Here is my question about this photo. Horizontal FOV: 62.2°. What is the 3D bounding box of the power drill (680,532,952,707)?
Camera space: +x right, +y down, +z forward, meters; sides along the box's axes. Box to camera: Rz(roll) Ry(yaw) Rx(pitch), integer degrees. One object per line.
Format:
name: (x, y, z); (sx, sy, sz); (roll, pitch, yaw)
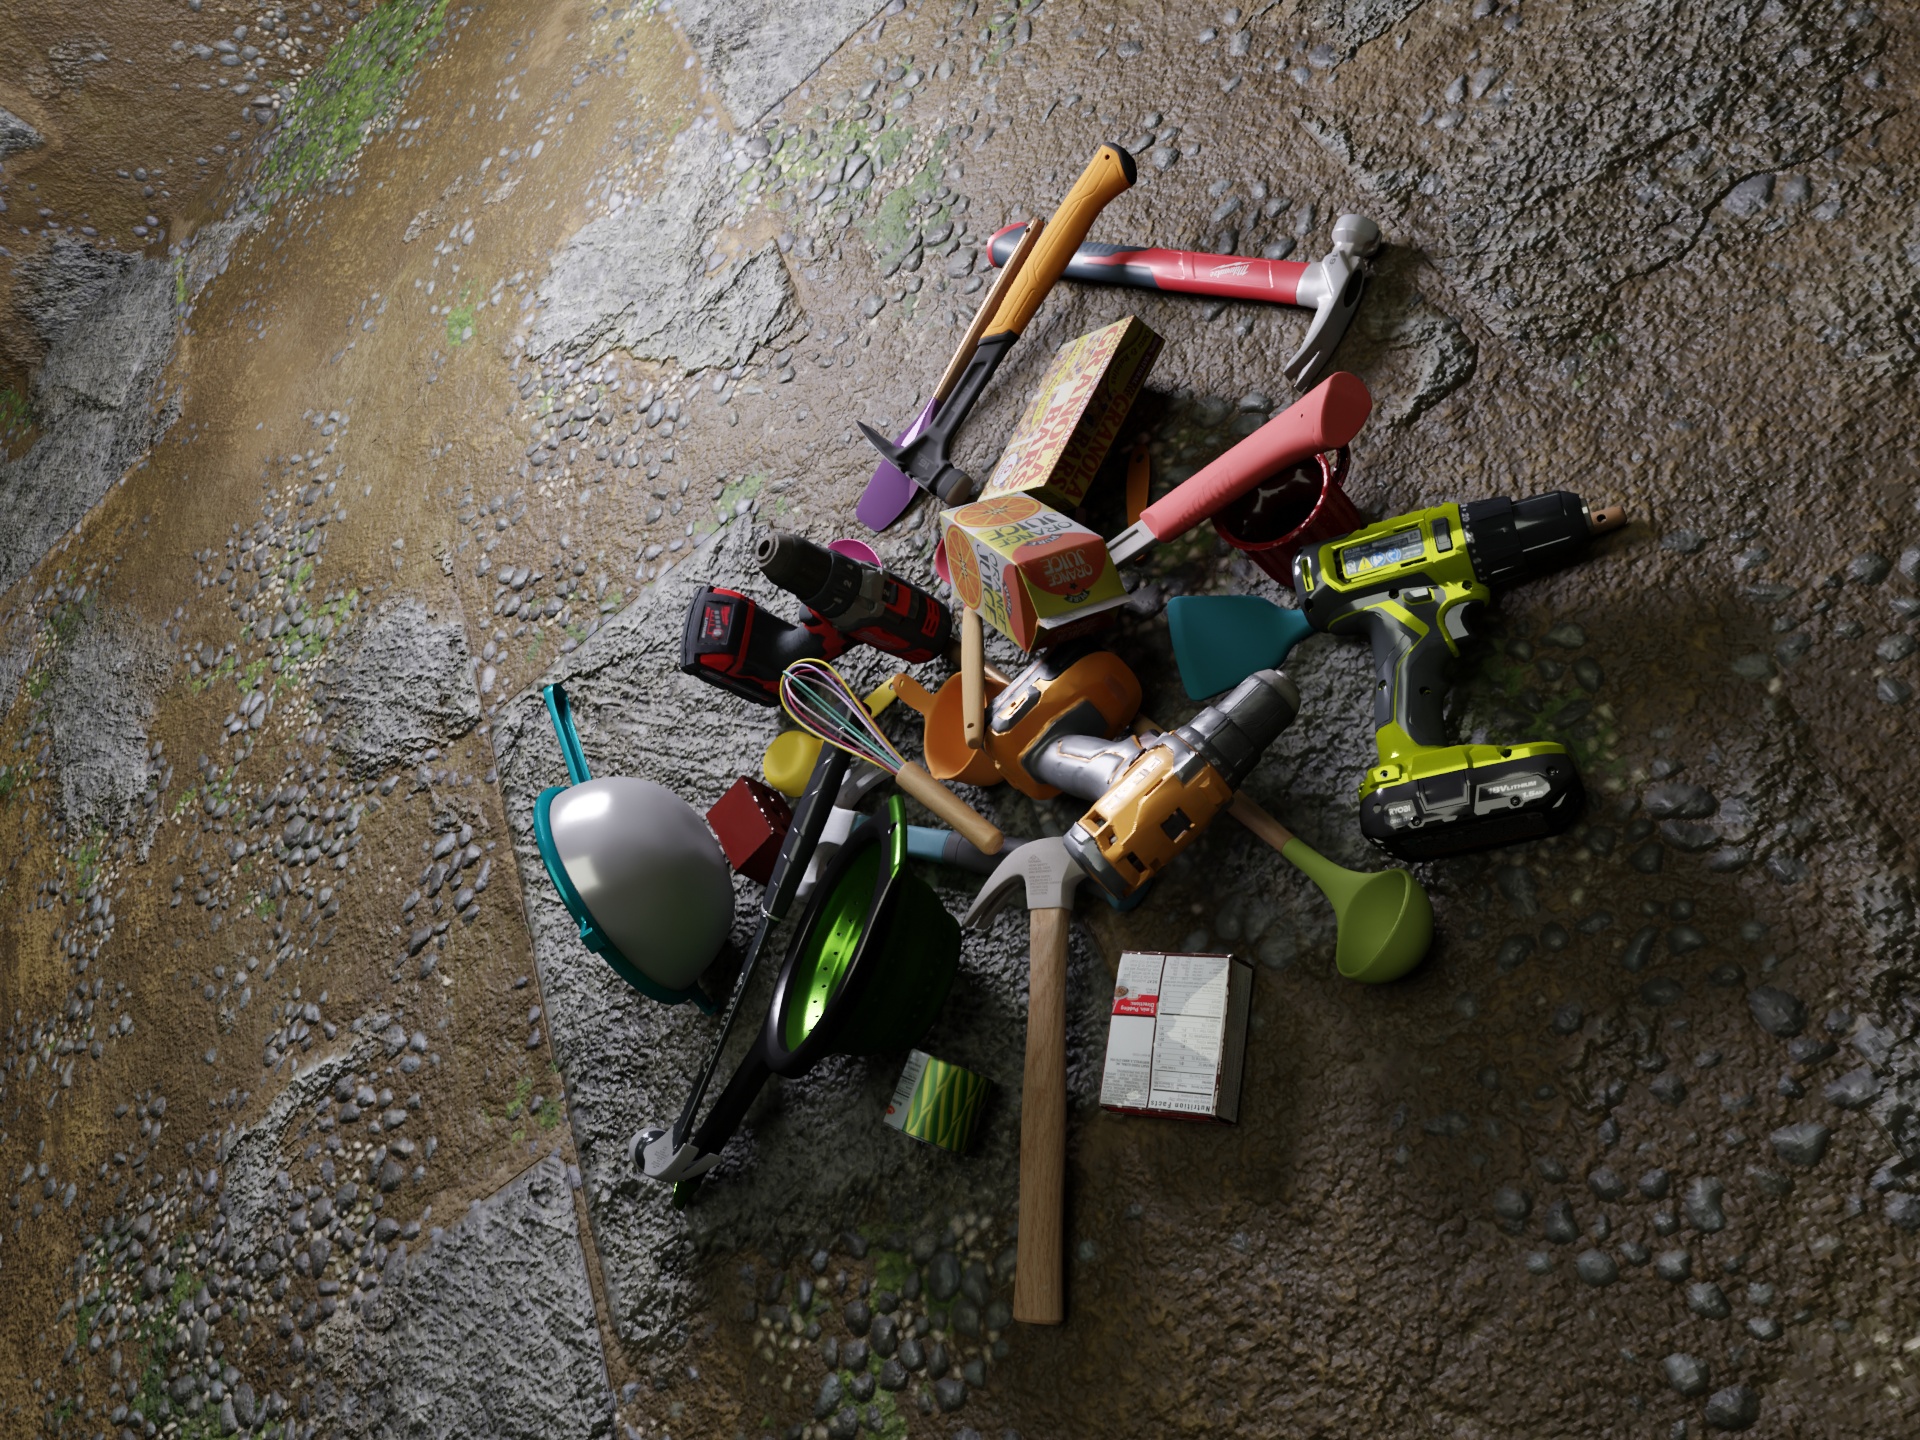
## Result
power drill: (-0.144, -0.088, 1.342); (0.227, 0.187, 0.080); (-13, 61, 43)

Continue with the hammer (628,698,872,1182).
hammer: (-0.157, 0.169, 1.267); (0.149, 0.036, 0.409); (-17, 49, 65)

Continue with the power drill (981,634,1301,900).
power drill: (0.121, 0.010, 1.116); (0.185, 0.084, 0.226); (-44, 30, -2)

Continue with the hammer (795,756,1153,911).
hammer: (0.004, 0.104, 1.249); (0.331, 0.033, 0.128); (6, 73, 38)

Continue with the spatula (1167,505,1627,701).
spatula: (0.302, -0.093, 1.118); (0.317, 0.044, 0.082); (-19, 72, 27)

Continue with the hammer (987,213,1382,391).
hammer: (0.164, -0.375, 1.366); (0.387, 0.038, 0.143); (21, 83, 41)

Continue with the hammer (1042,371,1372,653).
hammer: (0.163, -0.162, 1.157); (0.359, 0.036, 0.149); (-32, 46, 56)

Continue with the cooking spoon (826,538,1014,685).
cooking spoon: (-0.034, -0.080, 1.377); (0.319, 0.017, 0.069); (37, 101, 42)

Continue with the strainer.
strainer: (-0.277, 0.076, 1.356); (0.095, 0.210, 0.341); (-32, 56, 7)

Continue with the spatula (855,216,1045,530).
spatula: (-0.006, -0.314, 1.451); (0.060, 0.018, 0.316); (37, 101, 40)

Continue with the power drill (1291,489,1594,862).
power drill: (0.327, -0.037, 1.033); (0.190, 0.080, 0.229); (-15, 65, 24)

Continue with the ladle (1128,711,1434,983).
ladle: (0.204, 0.071, 1.103); (0.320, 0.062, 0.078); (43, 108, 44)

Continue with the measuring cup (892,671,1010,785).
measuring cup: (-0.002, -0.004, 1.298); (0.174, 0.052, 0.095); (36, 108, 59)

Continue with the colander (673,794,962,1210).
colander: (-0.102, 0.246, 1.223); (0.397, 0.094, 0.205); (-58, 17, 22)

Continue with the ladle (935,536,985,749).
ladle: (0.011, -0.075, 1.267); (0.069, 0.031, 0.316); (-23, 32, 16)

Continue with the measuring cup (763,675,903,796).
measuring cup: (-0.111, 0.006, 1.383); (0.156, 0.029, 0.062); (-40, 50, 16)

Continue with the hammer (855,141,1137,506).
hammer: (0.041, -0.359, 1.402); (0.127, 0.034, 0.337); (40, 102, 25)

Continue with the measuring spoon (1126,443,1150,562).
measuring spoon: (0.147, -0.178, 1.300); (0.021, 0.011, 0.117); (-14, 57, 31)

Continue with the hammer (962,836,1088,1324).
hammer: (0.057, 0.246, 1.116); (0.130, 0.031, 0.331); (-9, 70, 34)

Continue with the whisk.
whisk: (-0.057, 0.025, 1.252); (0.245, 0.051, 0.047); (38, 69, 26)
